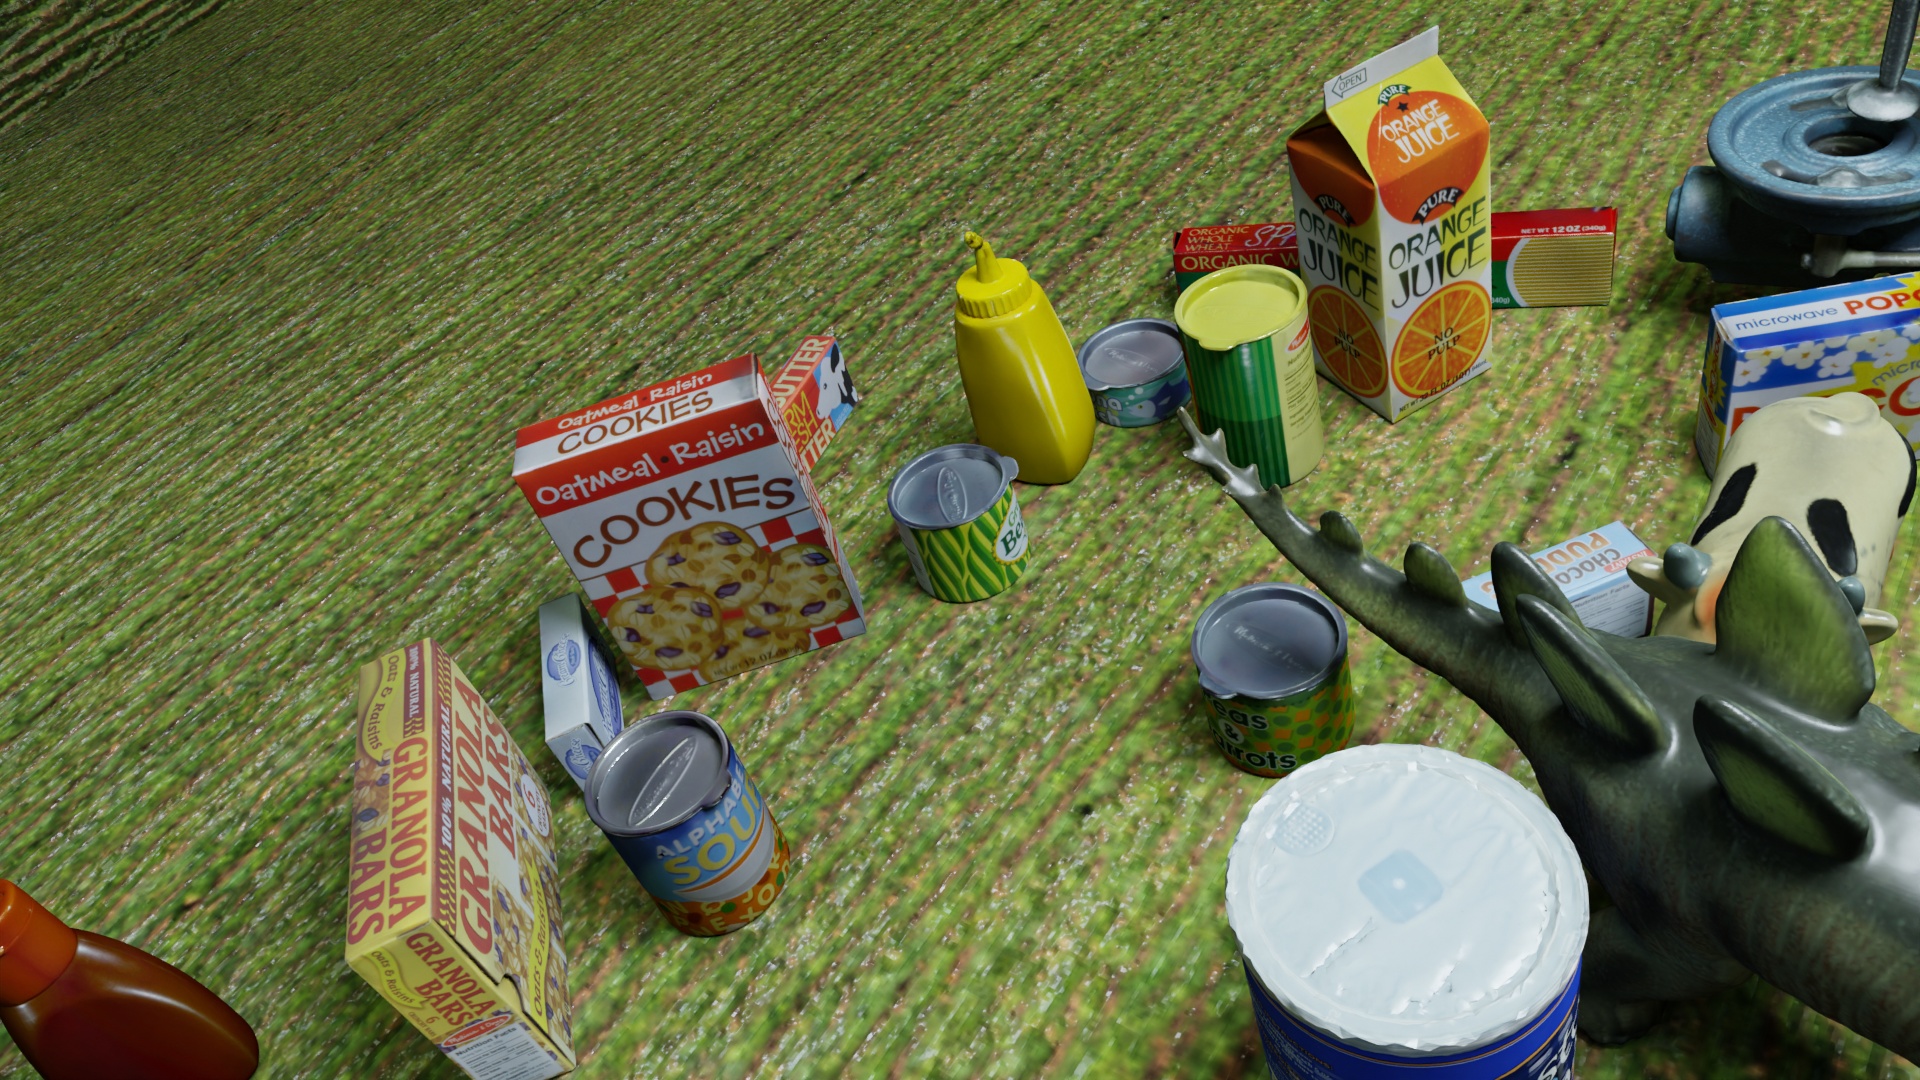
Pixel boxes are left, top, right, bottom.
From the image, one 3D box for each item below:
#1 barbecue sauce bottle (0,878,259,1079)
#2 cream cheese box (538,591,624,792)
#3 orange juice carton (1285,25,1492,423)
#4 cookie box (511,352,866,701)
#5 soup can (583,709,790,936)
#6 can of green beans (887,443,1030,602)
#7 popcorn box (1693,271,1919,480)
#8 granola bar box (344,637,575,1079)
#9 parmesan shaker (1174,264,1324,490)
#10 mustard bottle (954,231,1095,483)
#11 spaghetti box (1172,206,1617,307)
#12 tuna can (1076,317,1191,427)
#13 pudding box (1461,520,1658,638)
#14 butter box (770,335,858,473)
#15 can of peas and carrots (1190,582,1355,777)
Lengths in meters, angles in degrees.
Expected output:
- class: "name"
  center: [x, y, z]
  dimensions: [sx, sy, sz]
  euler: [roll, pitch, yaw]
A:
- class: "barbecue sauce bottle"
  center: [-0.368, 0.199, 0.590]
  dimensions: [0.065, 0.147, 0.044]
  euler: [-35, 43, -17]
- class: "cream cheese box"
  center: [-0.197, 0.080, 0.726]
  dimensions: [0.024, 0.053, 0.104]
  euler: [-22, 41, -2]
- class: "orange juice carton"
  center: [0.225, -0.165, 0.725]
  dimensions: [0.072, 0.191, 0.073]
  euler: [-29, 42, -11]
- class: "cookie box"
  center: [-0.132, -0.003, 0.704]
  dimensions: [0.123, 0.166, 0.040]
  euler: [-18, 41, 2]
- class: "soup can"
  center: [-0.118, 0.128, 0.621]
  dimensions: [0.071, 0.083, 0.072]
  euler: [-11, 42, 10]
- class: "can of green beans"
  center: [0.000, -0.009, 0.744]
  dimensions: [0.071, 0.057, 0.071]
  euler: [-11, 42, 10]
- class: "popcorn box"
  center: [0.412, -0.075, 0.638]
  dimensions: [0.126, 0.084, 0.038]
  euler: [-9, 42, 12]
- class: "granola bar box"
  center: [-0.219, 0.141, 0.614]
  dimensions: [0.039, 0.123, 0.166]
  euler: [-23, 41, -3]
- class: "parmesan shaker"
  center: [0.152, -0.082, 0.731]
  dimensions: [0.071, 0.102, 0.072]
  euler: [-11, 42, 10]
- class: "mustard bottle"
  center: [0.030, -0.102, 0.756]
  dimensions: [0.065, 0.159, 0.049]
  euler: [9, 49, 29]
- class: "spaghetti box"
  center: [0.250, -0.163, 0.821]
  dimensions: [0.250, 0.050, 0.029]
  euler: [2, 46, 23]
- class: "tuna can"
  center: [0.102, -0.098, 0.820]
  dimensions: [0.071, 0.032, 0.071]
  euler: [-11, 42, 10]
- class: "pudding box"
  center: [0.259, 0.030, 0.609]
  dimensions: [0.084, 0.049, 0.030]
  euler: [-22, 41, -3]
- class: "butter box"
  center: [-0.101, -0.075, 0.858]
  dimensions: [0.024, 0.053, 0.104]
  euler: [7, 47, 27]
- class: "can of peas and carrots"
  center: [0.137, 0.063, 0.613]
  dimensions: [0.071, 0.058, 0.071]
  euler: [-11, 42, 10]
